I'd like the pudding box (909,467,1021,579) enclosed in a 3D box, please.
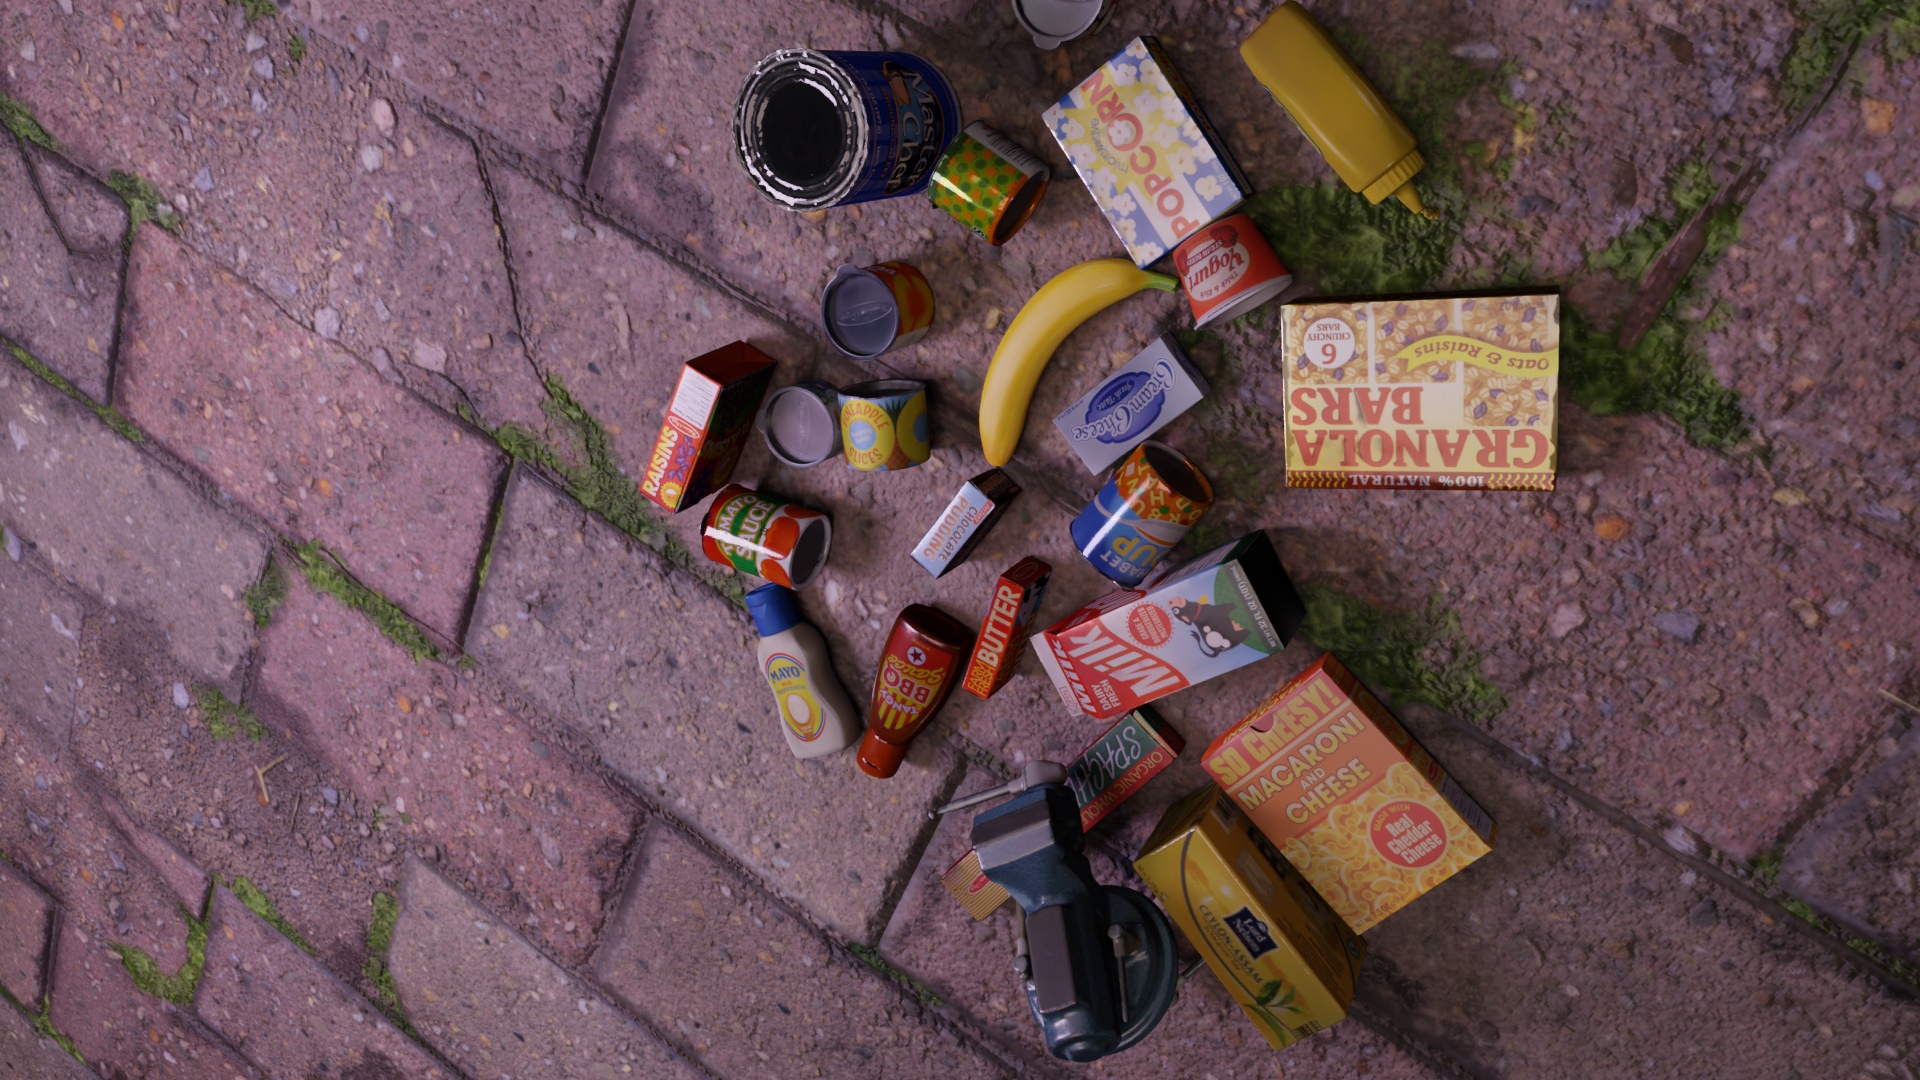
[{"bbox_3d":[0.004,-0.013,1.048,0.030,0.050,0.083,44,119,9],"label":"pudding box"}]

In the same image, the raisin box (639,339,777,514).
[{"bbox_3d":[-0.200,-0.090,1.101,0.040,0.086,0.122,31,118,8],"label":"raisin box"}]

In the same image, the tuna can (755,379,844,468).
[{"bbox_3d":[-0.123,-0.093,1.093,0.071,0.033,0.070,8,110,24],"label":"tuna can"}]

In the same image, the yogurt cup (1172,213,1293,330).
[{"bbox_3d":[0.174,-0.176,0.904,0.072,0.072,0.054,-29,85,31],"label":"yogurt cup"}]

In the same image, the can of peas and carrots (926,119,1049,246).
[{"bbox_3d":[0.018,-0.243,0.956,0.059,0.071,0.070,37,119,10],"label":"can of peas and carrots"}]

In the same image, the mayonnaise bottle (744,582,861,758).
[{"bbox_3d":[-0.136,0.107,1.160,0.064,0.041,0.148,-17,99,31],"label":"mayonnaise bottle"}]

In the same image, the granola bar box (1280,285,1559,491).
[{"bbox_3d":[0.292,-0.095,0.885,0.165,0.039,0.123,2,107,25],"label":"granola bar box"}]

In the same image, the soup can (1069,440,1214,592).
[{"bbox_3d":[0.128,-0.017,0.974,0.071,0.071,0.083,44,120,7],"label":"soup can"}]

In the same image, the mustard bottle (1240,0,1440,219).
[{"bbox_3d":[0.237,-0.255,0.848,0.048,0.065,0.160,-40,91,26],"label":"mustard bottle"}]

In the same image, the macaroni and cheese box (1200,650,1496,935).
[{"bbox_3d":[0.272,0.180,0.984,0.166,0.040,0.123,47,119,5],"label":"macaroni and cheese box"}]

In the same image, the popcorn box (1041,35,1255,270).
[{"bbox_3d":[0.124,-0.254,0.916,0.085,0.038,0.126,-32,91,31],"label":"popcorn box"}]

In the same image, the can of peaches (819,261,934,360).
[{"bbox_3d":[-0.061,-0.172,1.023,0.071,0.058,0.071,8,110,24],"label":"can of peaches"}]

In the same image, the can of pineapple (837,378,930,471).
[{"bbox_3d":[-0.058,-0.087,1.042,0.071,0.071,0.057,3,108,25],"label":"can of pineapple"}]

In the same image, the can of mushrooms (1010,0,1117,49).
[{"bbox_3d":[0.068,-0.359,0.912,0.071,0.033,0.070,8,110,23],"label":"can of mushrooms"}]

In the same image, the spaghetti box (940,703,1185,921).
[{"bbox_3d":[0.078,0.217,1.099,0.050,0.029,0.249,46,120,6],"label":"spaghetti box"}]

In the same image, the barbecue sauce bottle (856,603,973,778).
[{"bbox_3d":[-0.043,0.126,1.120,0.065,0.044,0.147,30,118,13],"label":"barbecue sauce bottle"}]

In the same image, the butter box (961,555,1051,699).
[{"bbox_3d":[0.035,0.067,1.056,0.024,0.053,0.103,26,116,18],"label":"butter box"}]

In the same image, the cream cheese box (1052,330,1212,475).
[{"bbox_3d":[0.121,-0.095,0.978,0.103,0.024,0.053,-37,90,31],"label":"cream cheese box"}]

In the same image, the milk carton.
[{"bbox_3d":[0.141,0.067,0.993,0.190,0.074,0.072,-25,95,31],"label":"milk carton"}]

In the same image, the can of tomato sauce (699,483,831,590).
[{"bbox_3d":[-0.156,-0.003,1.117,0.083,0.071,0.071,19,114,19],"label":"can of tomato sauce"}]
